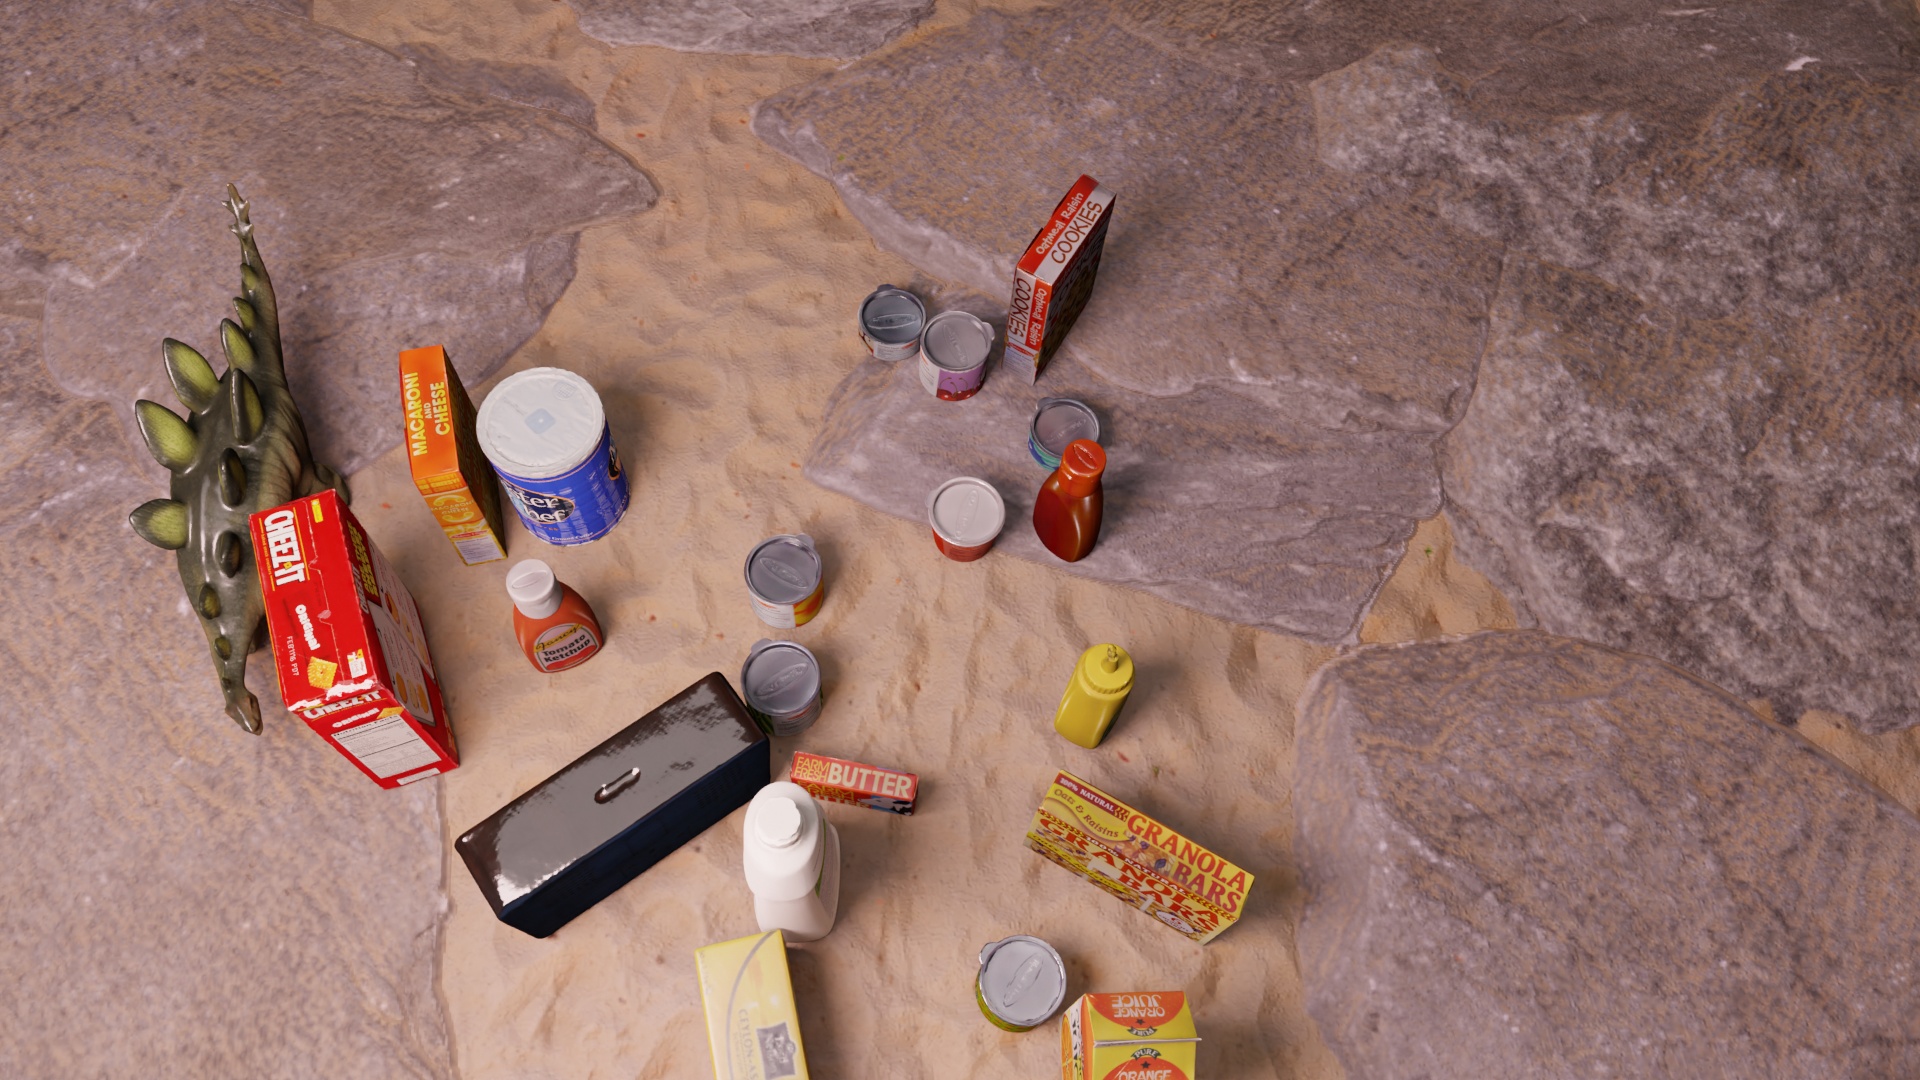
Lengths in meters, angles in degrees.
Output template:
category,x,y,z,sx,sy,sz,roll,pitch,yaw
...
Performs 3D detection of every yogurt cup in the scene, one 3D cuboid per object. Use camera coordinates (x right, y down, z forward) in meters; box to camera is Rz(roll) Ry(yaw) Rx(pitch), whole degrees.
category,x,y,z,sx,sy,sz,roll,pitch,yaw
yogurt cup,0.004,-0.016,1.239,0.072,0.053,0.072,1,64,-3

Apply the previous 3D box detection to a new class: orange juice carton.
category,x,y,z,sx,sy,sz,roll,pitch,yaw
orange juice carton,0.118,0.365,0.987,0.072,0.191,0.073,0,65,-3

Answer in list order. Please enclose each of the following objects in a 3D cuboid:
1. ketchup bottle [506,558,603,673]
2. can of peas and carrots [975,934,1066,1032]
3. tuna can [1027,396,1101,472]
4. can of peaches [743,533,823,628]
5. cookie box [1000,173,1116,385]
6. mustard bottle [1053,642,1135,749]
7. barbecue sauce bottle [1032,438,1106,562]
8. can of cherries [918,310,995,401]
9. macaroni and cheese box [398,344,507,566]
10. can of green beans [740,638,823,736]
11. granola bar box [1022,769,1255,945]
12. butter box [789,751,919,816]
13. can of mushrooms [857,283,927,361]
category,x,y,z,sx,sy,sz,roll,pitch,yaw
ketchup bottle,-0.334,0.060,1.128,0.065,0.148,0.043,-25,69,-14
can of peas and carrots,0.043,0.340,1.068,0.071,0.058,0.071,1,65,-3
tuna can,0.095,-0.099,1.297,0.071,0.032,0.071,1,64,-3
can of peaches,-0.150,0.035,1.203,0.071,0.057,0.071,1,65,-3
cookie box,0.088,-0.239,1.290,0.040,0.166,0.123,29,66,10
mustard bottle,0.112,0.120,1.123,0.049,0.159,0.065,28,66,9
barbecue sauce bottle,0.097,-0.037,1.203,0.044,0.148,0.065,-35,71,-18
can of cherries,-0.003,-0.174,1.312,0.071,0.058,0.072,1,65,-3
macaroni and cheese box,-0.428,-0.068,1.174,0.040,0.165,0.124,-12,66,-9
can of green beans,-0.148,0.124,1.160,0.071,0.057,0.071,1,65,-3
granola bar box,0.135,0.248,1.082,0.166,0.123,0.039,28,66,9
butter box,-0.086,0.199,1.131,0.103,0.053,0.024,11,65,1
can of mushrooms,-0.066,-0.210,1.339,0.071,0.033,0.071,1,64,-3
